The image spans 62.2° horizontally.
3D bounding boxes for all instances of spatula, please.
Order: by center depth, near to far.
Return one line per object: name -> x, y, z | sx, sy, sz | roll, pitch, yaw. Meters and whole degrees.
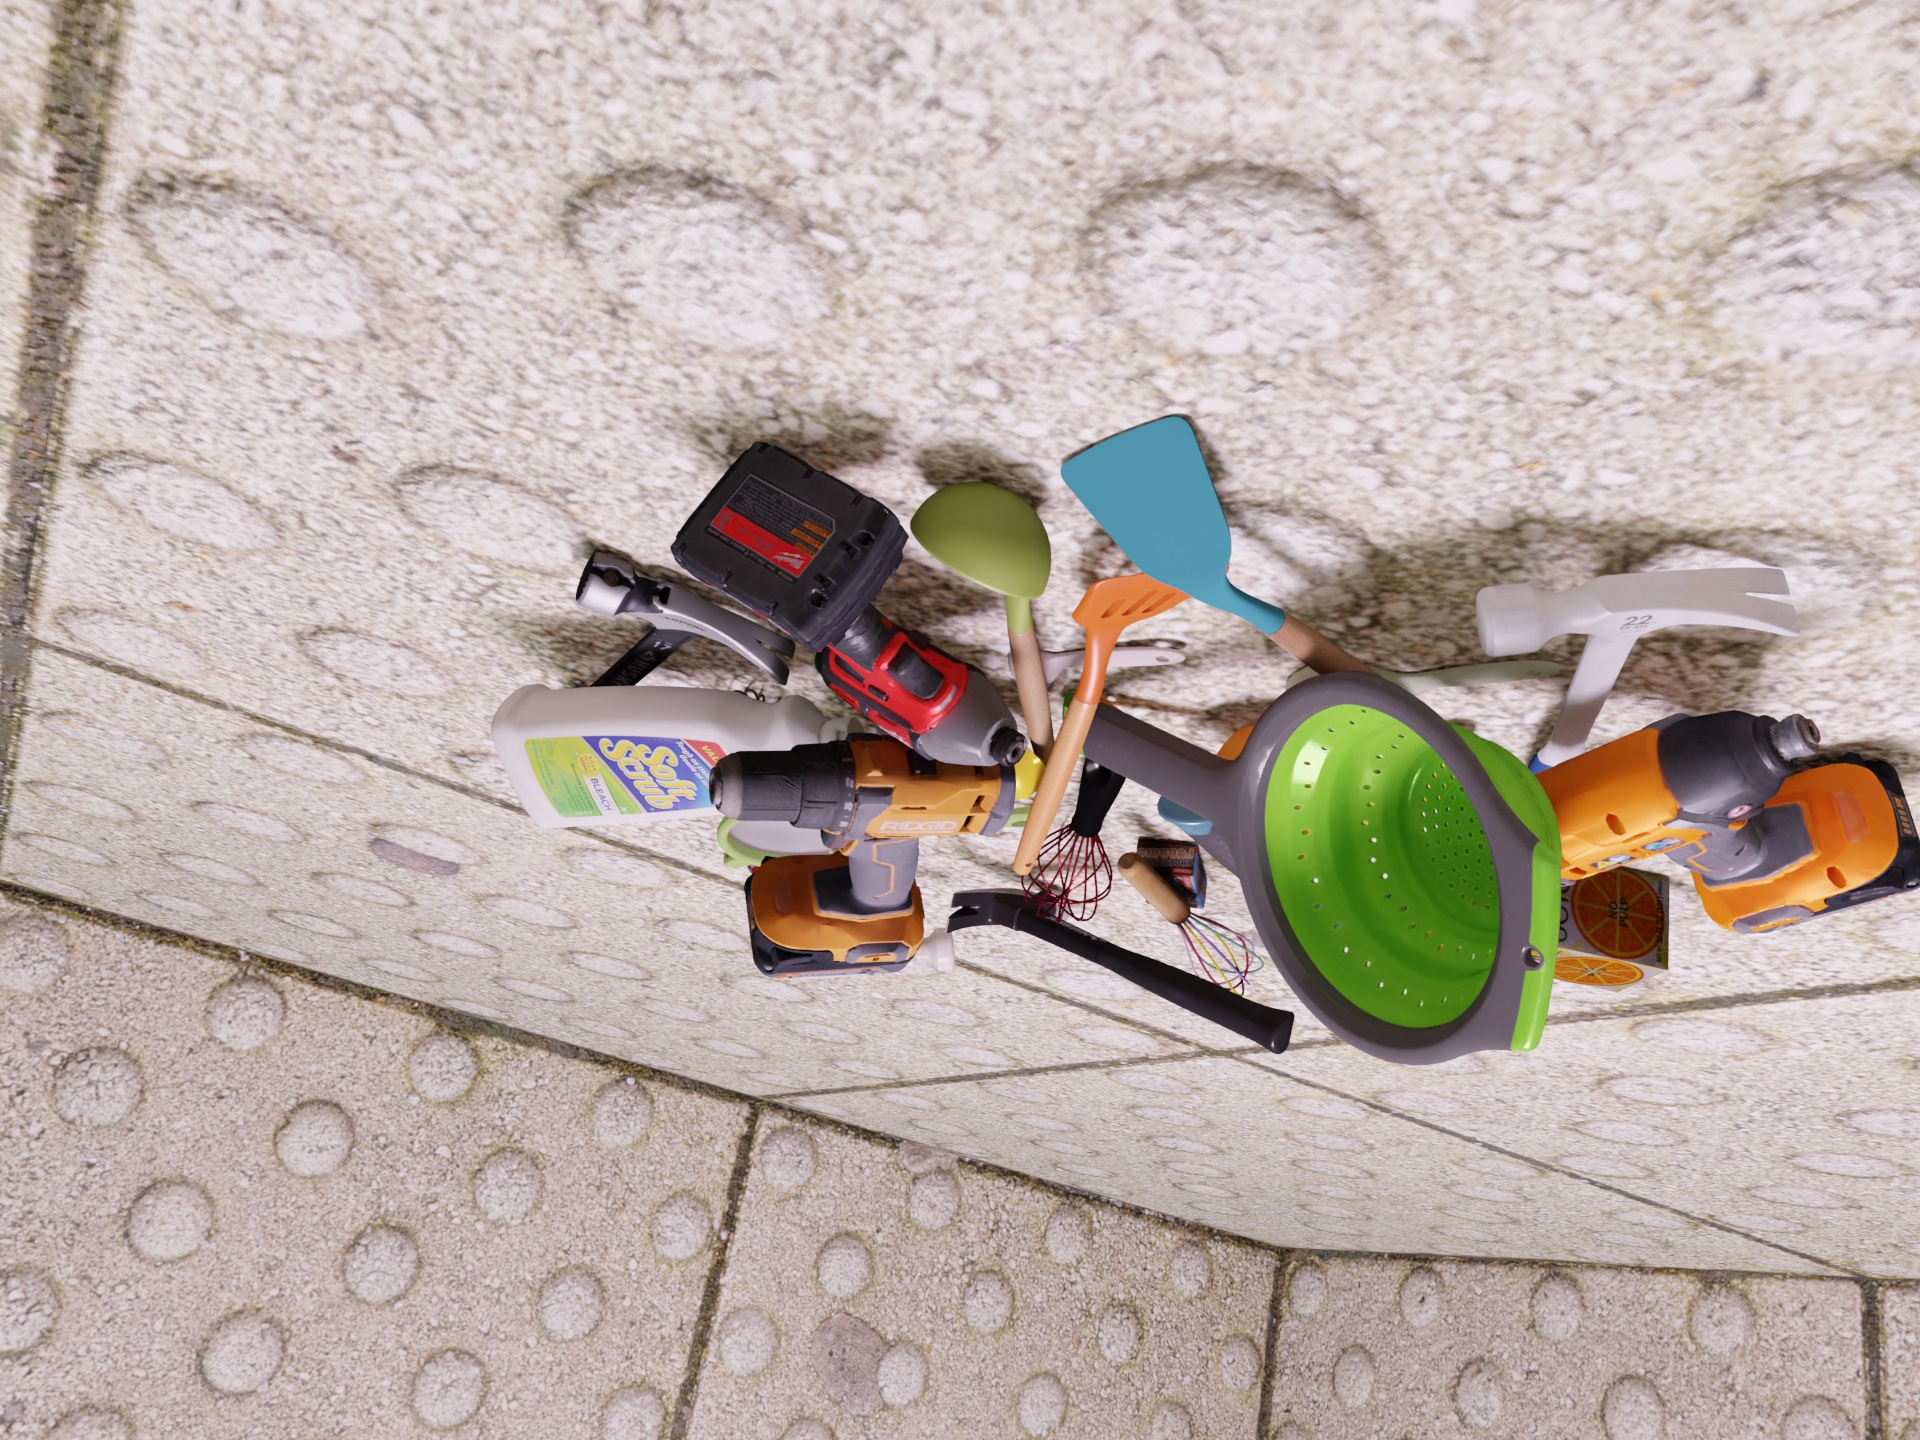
spatula -> 0.183, -0.051, 0.837 | 0.317, 0.044, 0.082 | 30, 150, -33
spatula -> 0.074, 0.007, 0.961 | 0.081, 0.041, 0.322 | -8, 144, -19

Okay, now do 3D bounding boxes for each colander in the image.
colander -> 0.200, 0.045, 0.899 | 0.094, 0.204, 0.397 | -12, -157, -29

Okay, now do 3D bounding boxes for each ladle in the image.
ladle -> 0.029, -0.035, 0.922 | 0.078, 0.062, 0.319 | 39, 165, 23

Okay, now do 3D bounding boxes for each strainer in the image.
strainer -> -0.060, 0.056, 1.223 | 0.256, 0.069, 0.151 | -2, 155, -12

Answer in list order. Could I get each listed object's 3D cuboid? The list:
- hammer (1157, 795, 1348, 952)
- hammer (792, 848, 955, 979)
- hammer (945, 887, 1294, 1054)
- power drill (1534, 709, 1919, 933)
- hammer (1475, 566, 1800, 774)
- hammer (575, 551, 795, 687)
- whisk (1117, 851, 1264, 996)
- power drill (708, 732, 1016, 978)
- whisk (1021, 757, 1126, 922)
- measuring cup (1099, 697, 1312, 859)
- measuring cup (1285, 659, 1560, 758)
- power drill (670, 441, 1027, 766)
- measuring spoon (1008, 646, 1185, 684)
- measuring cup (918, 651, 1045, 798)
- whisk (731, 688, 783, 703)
hammer -> 0.248, 0.128, 1.258 | 0.128, 0.033, 0.330 | -6, 152, 34
hammer -> -0.085, 0.130, 1.249 | 0.146, 0.038, 0.410 | -5, 155, 0
hammer -> 0.130, 0.195, 1.277 | 0.146, 0.035, 0.335 | 6, -172, -41
power drill -> 0.428, 0.052, 0.867 | 0.226, 0.084, 0.164 | 14, 150, -33
hammer -> 0.353, 0.016, 0.914 | 0.144, 0.035, 0.405 | -6, 157, 10
hammer -> -0.256, -0.019, 1.161 | 0.149, 0.036, 0.409 | 21, 157, -23
whisk -> 0.187, 0.166, 1.284 | 0.051, 0.047, 0.244 | 2, 153, 34
power drill -> -0.083, 0.085, 1.026 | 0.185, 0.084, 0.226 | 1, 145, -21
whisk -> 0.092, 0.086, 1.201 | 0.073, 0.073, 0.295 | 11, 152, 1
measuring cup -> 0.168, 0.019, 1.023 | 0.174, 0.052, 0.095 | 36, 159, 14
measuring cup -> 0.264, -0.007, 0.920 | 0.167, 0.038, 0.083 | -9, 150, 43
power drill -> -0.048, -0.047, 0.873 | 0.143, 0.078, 0.219 | 32, 171, 34
measuring spoon -> 0.082, -0.032, 0.975 | 0.124, 0.018, 0.034 | -2, 154, 37
measuring cup -> -0.002, -0.003, 1.024 | 0.156, 0.029, 0.062 | 44, 173, -27
whisk -> -0.173, 0.024, 1.206 | 0.055, 0.055, 0.239 | 17, 161, -12
